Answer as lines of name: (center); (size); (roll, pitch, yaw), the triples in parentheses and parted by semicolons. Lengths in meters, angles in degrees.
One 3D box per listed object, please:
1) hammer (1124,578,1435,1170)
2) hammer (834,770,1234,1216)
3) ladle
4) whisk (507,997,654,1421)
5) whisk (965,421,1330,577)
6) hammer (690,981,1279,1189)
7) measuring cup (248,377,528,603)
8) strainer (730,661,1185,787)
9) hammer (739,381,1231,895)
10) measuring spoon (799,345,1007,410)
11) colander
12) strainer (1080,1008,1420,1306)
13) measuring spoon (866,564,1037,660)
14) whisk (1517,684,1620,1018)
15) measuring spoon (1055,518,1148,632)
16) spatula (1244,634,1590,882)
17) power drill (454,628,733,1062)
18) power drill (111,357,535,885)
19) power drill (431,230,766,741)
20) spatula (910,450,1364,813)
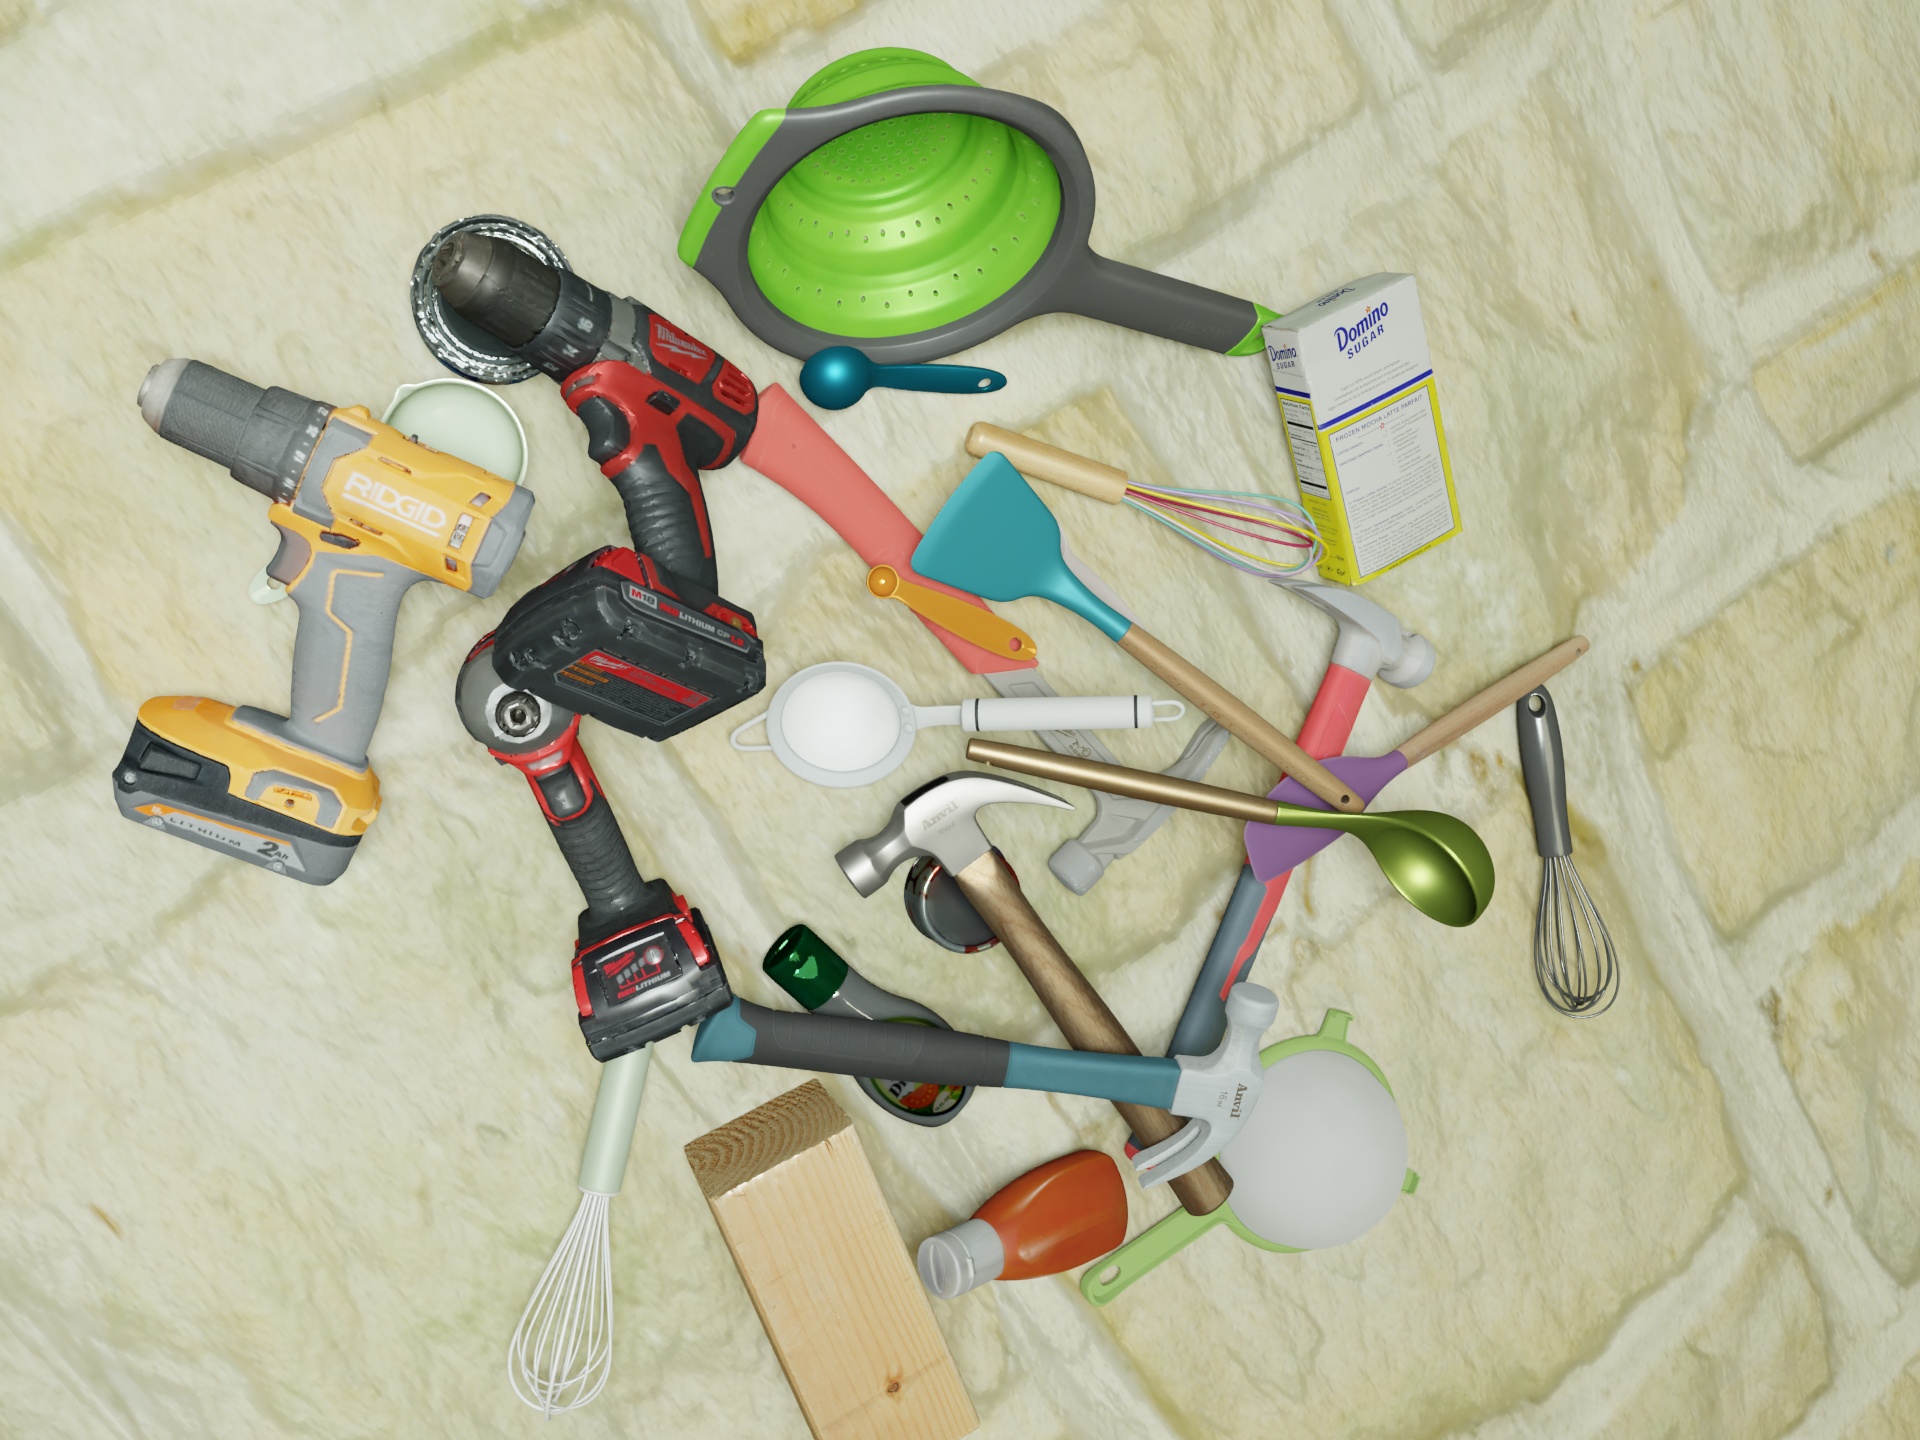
hammer: (0.181, 0.102, 1.012); (0.143, 0.038, 0.386); (23, 90, -38)
hammer: (0.070, 0.169, 0.956); (0.130, 0.031, 0.331); (-36, 106, -4)
ladle: (0.158, 0.060, 0.937); (0.320, 0.078, 0.062); (12, 66, -2)
whisk: (-0.208, 0.274, 0.906); (0.058, 0.059, 0.246); (13, 86, -3)
whisk: (0.120, -0.138, 0.976); (0.245, 0.047, 0.051); (17, 99, -16)
hammer: (0.013, 0.196, 0.918); (0.331, 0.033, 0.128); (9, 106, -8)
measuring cup: (-0.304, -0.116, 0.840); (0.167, 0.038, 0.083); (-36, 109, -1)
strainer: (-0.001, -0.003, 0.913); (0.258, 0.050, 0.086); (-1, 124, 7)
hammer: (0.009, -0.064, 0.951); (0.149, 0.037, 0.358); (-46, 108, -9)
measuring spoon: (-0.029, -0.192, 0.920); (0.128, 0.042, 0.021); (-3, 55, -23)
colander: (0.030, -0.284, 0.904); (0.396, 0.204, 0.095); (4, 59, -35)
strainer: (0.197, 0.314, 1.037); (0.256, 0.069, 0.151); (-28, 104, -16)
measuring spoon: (-0.005, -0.061, 0.923); (0.116, 0.011, 0.021); (24, 87, -24)
whisk: (0.416, 0.090, 1.104); (0.055, 0.055, 0.239); (-12, 95, -18)
measuring spoon: (0.077, -0.080, 0.985); (0.124, 0.018, 0.034); (43, 54, -24)
spatula: (0.303, 0.012, 1.034); (0.316, 0.018, 0.059); (-27, 113, -24)
power drill: (-0.199, 0.058, 0.835); (0.078, 0.143, 0.219); (-23, 105, -10)
power drill: (-0.341, -0.053, 0.790); (0.185, 0.084, 0.226); (25, 97, -19)
power drill: (-0.178, -0.121, 0.784); (0.187, 0.080, 0.227); (26, 49, -46)
spatula: (0.117, -0.034, 0.935); (0.317, 0.044, 0.082); (36, 95, -10)
